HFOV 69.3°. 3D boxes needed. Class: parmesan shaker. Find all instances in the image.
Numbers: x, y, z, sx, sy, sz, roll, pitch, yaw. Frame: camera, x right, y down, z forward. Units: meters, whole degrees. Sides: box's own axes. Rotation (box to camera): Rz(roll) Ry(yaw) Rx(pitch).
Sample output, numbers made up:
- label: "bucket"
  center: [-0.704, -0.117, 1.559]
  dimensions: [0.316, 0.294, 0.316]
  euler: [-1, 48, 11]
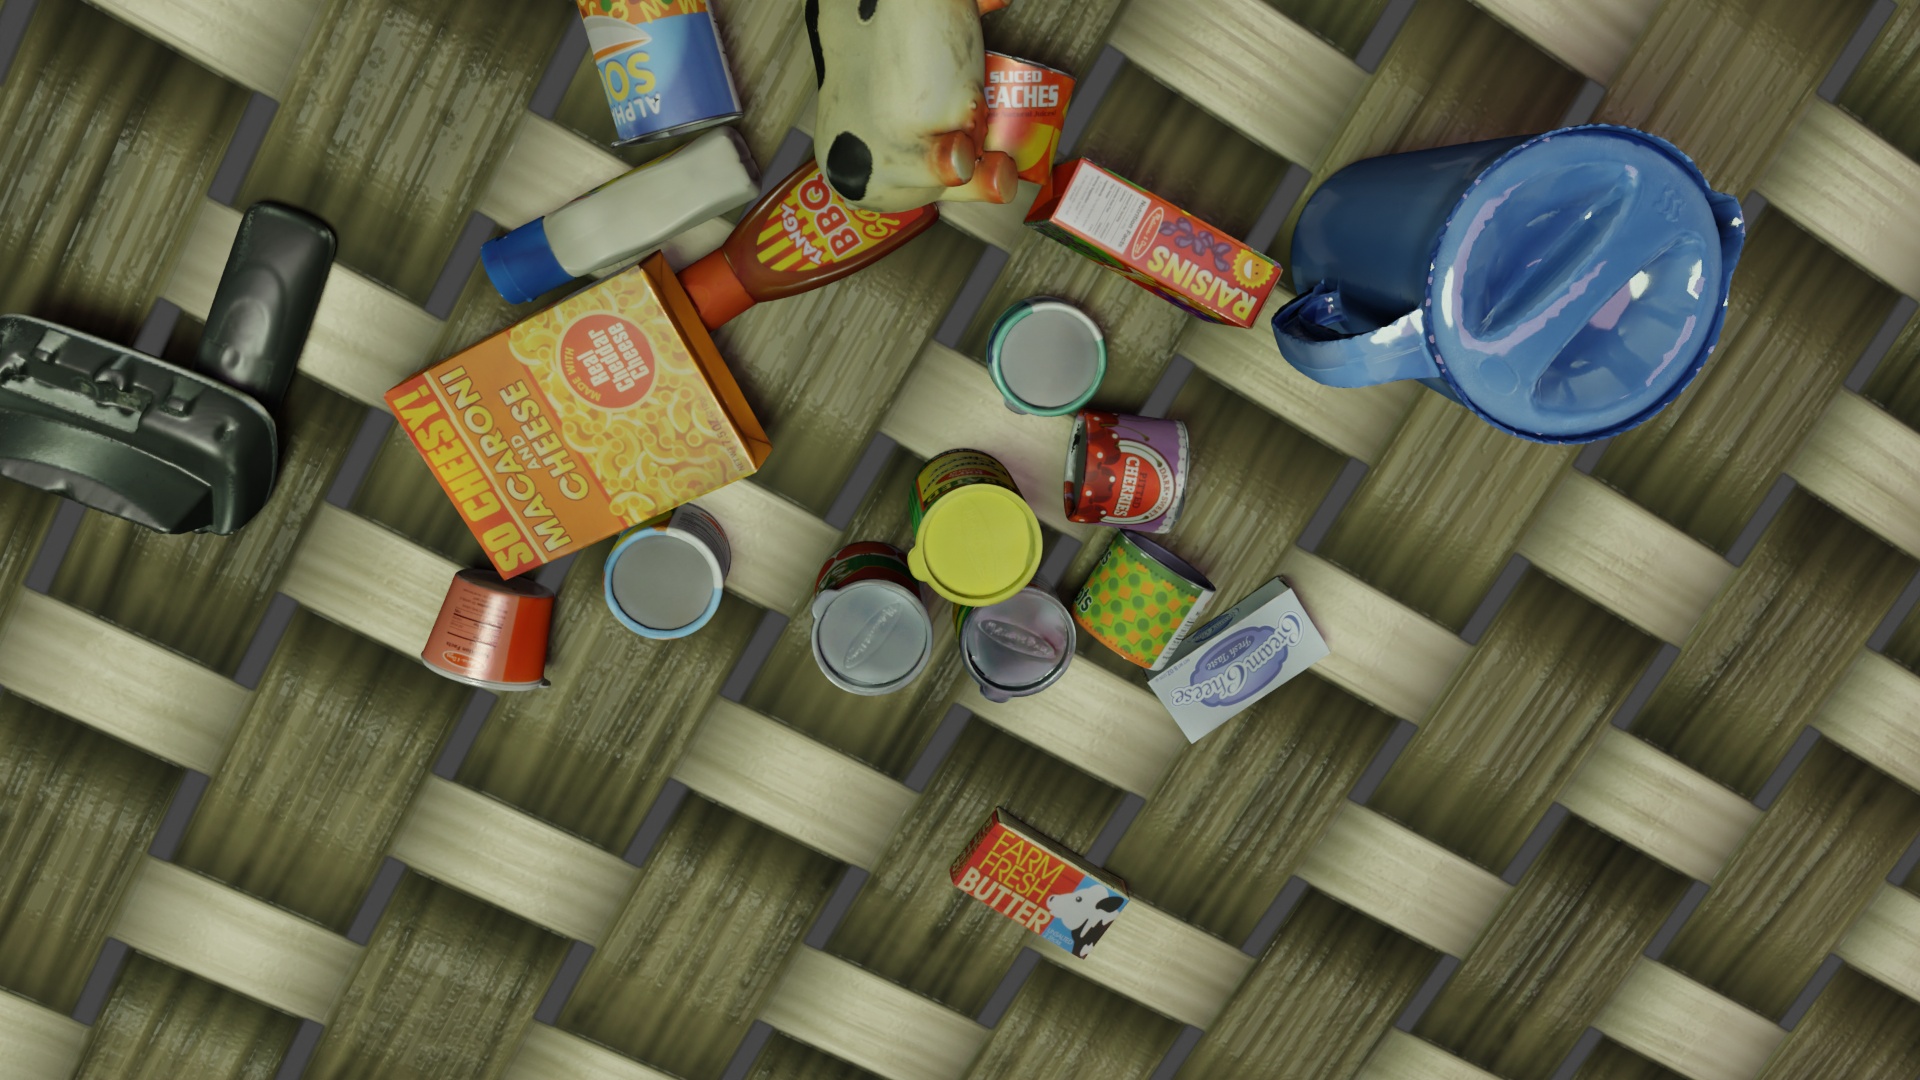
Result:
- label: "parmesan shaker"
  center: [0.003, -0.010, 0.770]
  dimensions: [0.071, 0.103, 0.071]
  euler: [-1, 105, -5]

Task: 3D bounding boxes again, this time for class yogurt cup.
- label: "yogurt cup"
  center: [-0.263, 0.049, 0.784]
  dimensions: [0.072, 0.072, 0.054]
  euler: [16, 95, -9]

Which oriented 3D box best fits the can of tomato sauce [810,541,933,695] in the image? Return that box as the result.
- label: "can of tomato sauce"
  center: [-0.053, 0.041, 0.789]
  dimensions: [0.071, 0.083, 0.071]
  euler: [-1, 105, -5]

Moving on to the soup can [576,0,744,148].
- label: "soup can"
  center: [-0.157, -0.250, 0.711]
  dimensions: [0.071, 0.071, 0.083]
  euler: [-16, 105, -1]

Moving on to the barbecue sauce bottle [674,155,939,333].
- label: "barbecue sauce bottle"
  center: [-0.088, -0.163, 0.753]
  dimensions: [0.148, 0.044, 0.065]
  euler: [-31, 99, 4]

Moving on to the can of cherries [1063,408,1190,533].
- label: "can of cherries"
  center: [0.093, -0.039, 0.787]
  dimensions: [0.058, 0.071, 0.071]
  euler: [7, 104, -7]

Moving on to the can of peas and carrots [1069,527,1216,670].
- label: "can of peas and carrots"
  center: [0.104, 0.033, 0.811]
  dimensions: [0.071, 0.071, 0.058]
  euler: [30, 101, -12]

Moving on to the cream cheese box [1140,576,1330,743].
- label: "cream cheese box"
  center: [0.168, 0.073, 0.848]
  dimensions: [0.104, 0.024, 0.053]
  euler: [-35, 106, 5]

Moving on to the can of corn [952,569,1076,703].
- label: "can of corn"
  center: [0.029, 0.053, 0.812]
  dimensions: [0.071, 0.058, 0.071]
  euler: [-1, 105, -5]

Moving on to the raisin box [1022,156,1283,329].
- label: "raisin box"
  center: [0.102, -0.160, 0.749]
  dimensions: [0.123, 0.086, 0.040]
  euler: [26, 97, -11]

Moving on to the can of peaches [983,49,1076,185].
- label: "can of peaches"
  center: [0.022, -0.223, 0.733]
  dimensions: [0.071, 0.071, 0.058]
  euler: [14, 104, -8]

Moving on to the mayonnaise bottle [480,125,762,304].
- label: "mayonnaise bottle"
  center: [-0.179, -0.171, 0.735]
  dimensions: [0.148, 0.065, 0.041]
  euler: [-23, 107, 5]

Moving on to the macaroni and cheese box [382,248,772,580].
- label: "macaroni and cheese box"
  center: [-0.205, -0.064, 0.750]
  dimensions: [0.166, 0.040, 0.123]
  euler: [-22, 109, 16]

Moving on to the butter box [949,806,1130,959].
- label: "butter box"
  center: [0.050, 0.216, 0.875]
  dimensions: [0.103, 0.024, 0.053]
  euler: [32, 99, -13]

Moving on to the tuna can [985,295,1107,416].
- label: "tuna can"
  center: [0.047, -0.102, 0.787]
  dimensions: [0.071, 0.033, 0.071]
  euler: [-1, 104, -5]

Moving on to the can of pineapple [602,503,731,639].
- label: "can of pineapple"
  center: [-0.167, 0.018, 0.786]
  dimensions: [0.071, 0.058, 0.070]
  euler: [-1, 105, -5]
